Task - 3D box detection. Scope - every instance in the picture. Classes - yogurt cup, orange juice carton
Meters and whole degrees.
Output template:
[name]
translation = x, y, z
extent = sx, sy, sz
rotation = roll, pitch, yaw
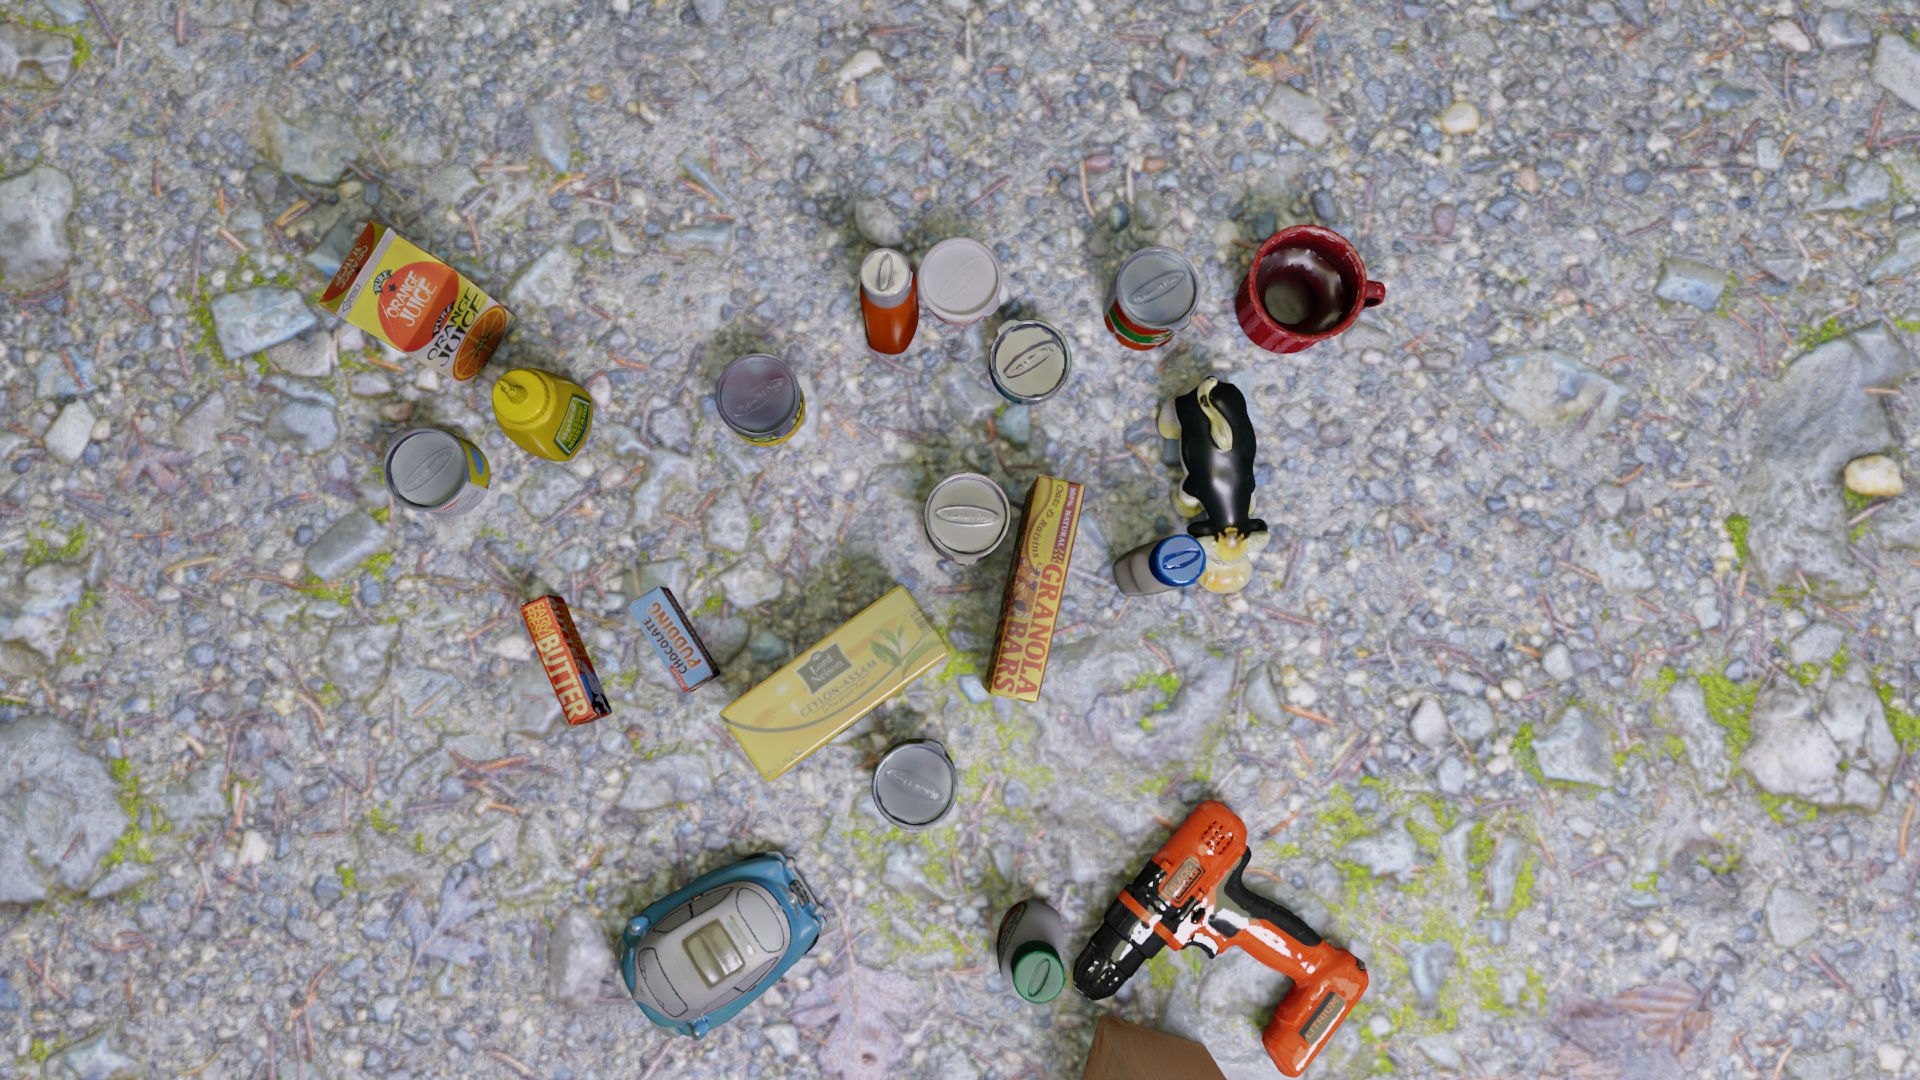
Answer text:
[yogurt cup]
translation = -0.001, -0.205, 1.121
extent = 0.072, 0.054, 0.072
rotation = 0, 85, -1
[orange juice carton]
translation = -0.409, -0.177, 1.040
extent = 0.073, 0.192, 0.072
rotation = 30, 86, 1

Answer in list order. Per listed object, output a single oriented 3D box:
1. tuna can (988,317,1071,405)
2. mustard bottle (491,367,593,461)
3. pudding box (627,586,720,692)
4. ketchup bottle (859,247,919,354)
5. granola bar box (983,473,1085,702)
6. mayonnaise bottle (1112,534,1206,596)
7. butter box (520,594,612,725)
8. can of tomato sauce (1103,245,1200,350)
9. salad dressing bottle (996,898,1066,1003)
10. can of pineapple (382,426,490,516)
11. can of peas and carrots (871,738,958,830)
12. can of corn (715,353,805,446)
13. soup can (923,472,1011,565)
[tuna can]
translation = 0.054, -0.146, 1.128
extent = 0.071, 0.033, 0.071
rotation = 0, 85, -1
[mustard bottle]
translation = -0.320, -0.099, 1.052
extent = 0.049, 0.160, 0.065
rotation = 19, 86, 0
[pudding box]
translation = -0.225, 0.078, 1.094
extent = 0.030, 0.049, 0.083
rotation = -32, 87, -3
[ketchup bottle]
translation = -0.055, -0.188, 1.071
extent = 0.043, 0.148, 0.065
rotation = 9, 86, -1
[granola bar box]
translation = 0.056, 0.039, 1.067
extent = 0.039, 0.124, 0.165
rotation = 13, 85, 0
[mayonnaise bottle]
translation = 0.156, 0.018, 1.059
extent = 0.065, 0.148, 0.041
rotation = -20, 86, -3
[butter box]
translation = -0.309, 0.094, 1.089
extent = 0.024, 0.053, 0.103
rotation = -24, 86, -3
[can of tomato sauce]
translation = 0.153, -0.190, 1.109
extent = 0.071, 0.083, 0.071
rotation = 0, 86, -1
[salad dressing bottle]
translation = 0.054, 0.307, 1.032
extent = 0.044, 0.147, 0.064
rotation = 25, 86, 1
[can of pineapple]
translation = -0.413, -0.055, 1.097
extent = 0.071, 0.058, 0.071
rotation = 0, 85, -1
[can of peas and carrots]
translation = -0.034, 0.187, 1.085
extent = 0.071, 0.058, 0.071
rotation = 0, 85, -1
[can of corn]
translation = -0.156, -0.109, 1.107
extent = 0.071, 0.058, 0.071
rotation = 0, 85, -1
[soup can]
translation = 0.004, -0.014, 1.090
extent = 0.071, 0.083, 0.071
rotation = 0, 86, -1
